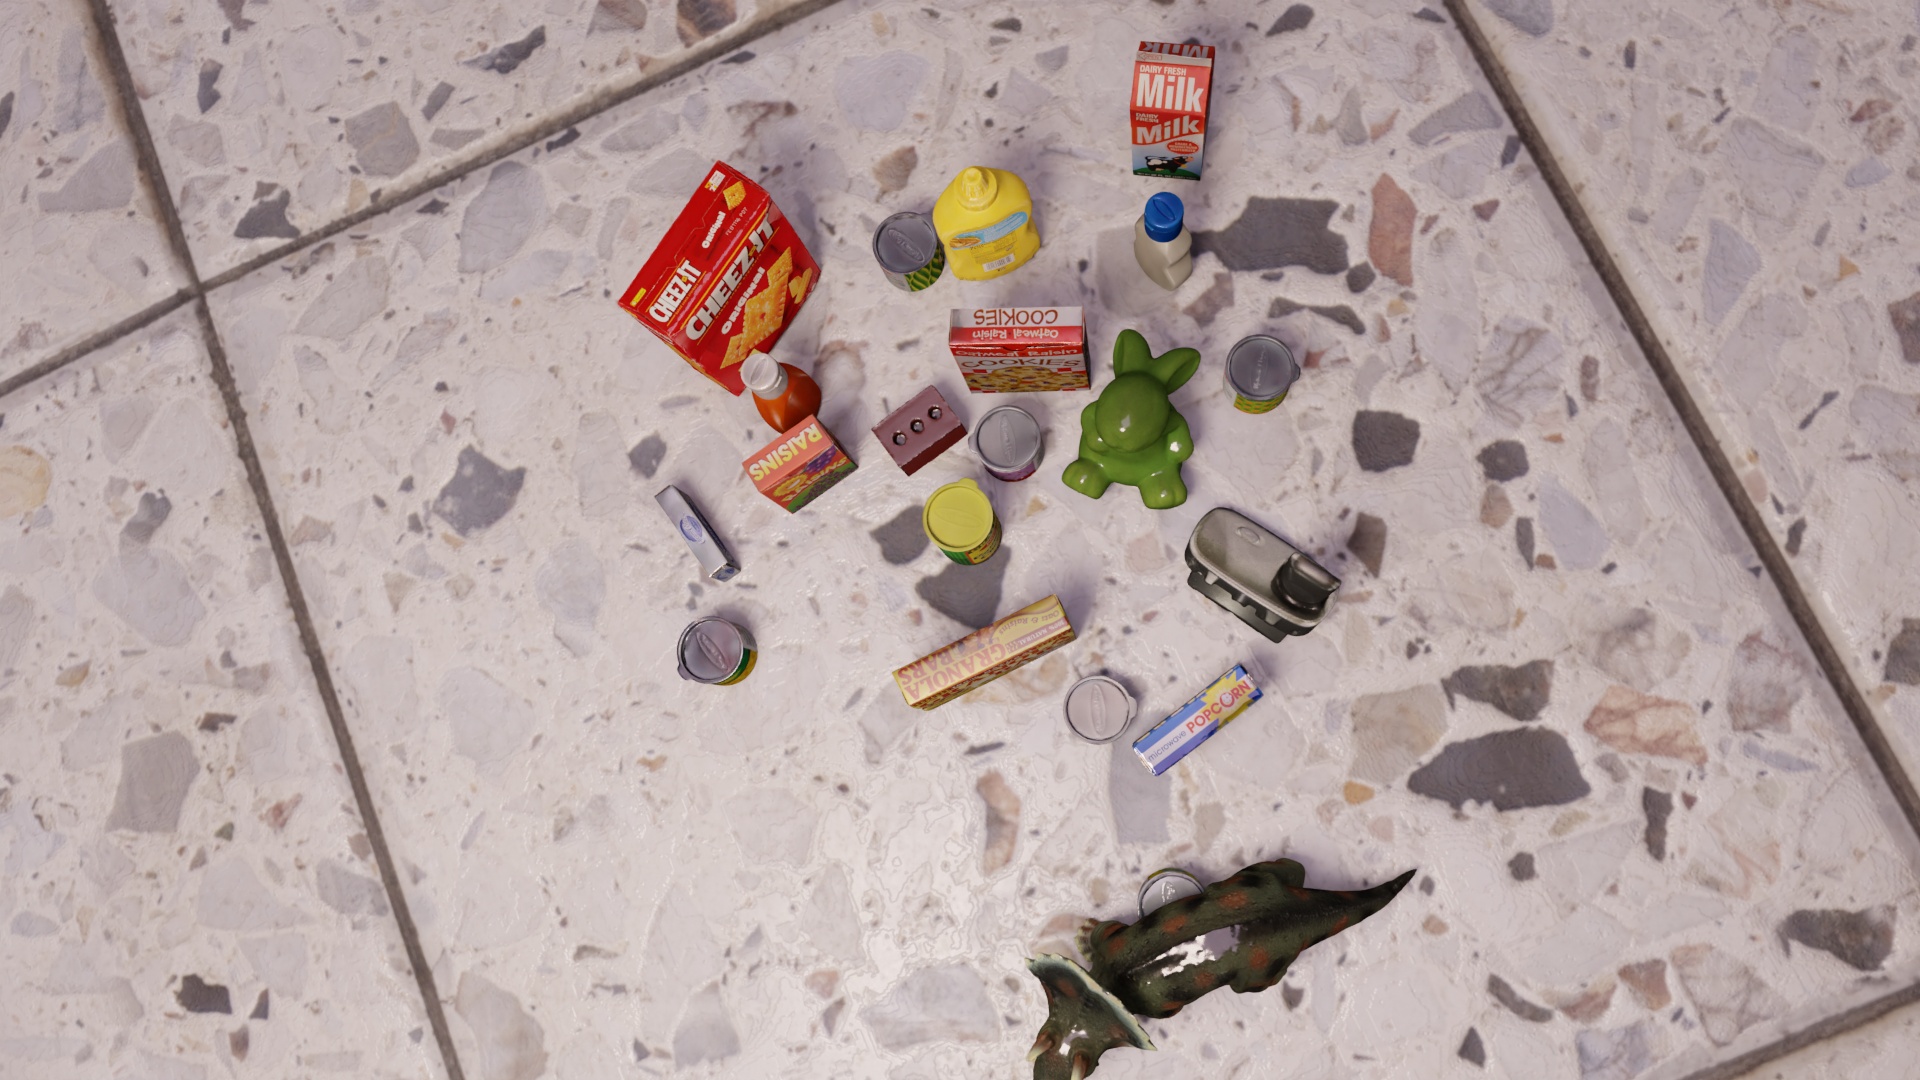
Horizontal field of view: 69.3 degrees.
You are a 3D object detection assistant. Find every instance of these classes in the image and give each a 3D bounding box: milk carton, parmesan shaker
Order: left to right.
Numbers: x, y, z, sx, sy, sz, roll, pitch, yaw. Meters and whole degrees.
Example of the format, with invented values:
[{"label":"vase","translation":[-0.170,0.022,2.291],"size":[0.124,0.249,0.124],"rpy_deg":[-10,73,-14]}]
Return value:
[{"label":"parmesan shaker","translation":[0.005,-0.017,1.343],"size":[0.071,0.103,0.071],"rpy_deg":[-1,81,7]},{"label":"milk carton","translation":[0.204,-0.421,1.341],"size":[0.072,0.190,0.073],"rpy_deg":[8,82,9]}]

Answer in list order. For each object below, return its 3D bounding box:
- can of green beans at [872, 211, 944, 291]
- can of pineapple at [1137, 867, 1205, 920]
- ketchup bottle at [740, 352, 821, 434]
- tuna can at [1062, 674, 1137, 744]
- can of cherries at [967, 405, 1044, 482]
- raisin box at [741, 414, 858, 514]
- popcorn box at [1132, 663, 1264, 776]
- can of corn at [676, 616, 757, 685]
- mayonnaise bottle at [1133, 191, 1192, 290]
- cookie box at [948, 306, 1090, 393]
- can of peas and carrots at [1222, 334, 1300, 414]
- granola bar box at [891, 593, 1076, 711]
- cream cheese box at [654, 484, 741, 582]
[{"label":"can of green beans","translation":[-0.052,-0.294,1.419],"size":[0.071,0.057,0.071],"rpy_deg":[-1,81,7]},{"label":"can of pineapple","translation":[0.198,0.338,1.283],"size":[0.071,0.058,0.071],"rpy_deg":[-1,81,7]},{"label":"ketchup bottle","translation":[-0.177,-0.146,1.364],"size":[0.043,0.148,0.065],"rpy_deg":[25,85,10]},{"label":"tuna can","translation":[0.135,0.163,1.333],"size":[0.071,0.033,0.071],"rpy_deg":[-1,81,7]},{"label":"can of cherries","translation":[0.046,-0.095,1.374],"size":[0.071,0.058,0.071],"rpy_deg":[-1,81,7]},{"label":"raisin box","translation":[-0.155,-0.073,1.362],"size":[0.086,0.123,0.040],"rpy_deg":[-34,79,1]},{"label":"popcorn box","translation":[0.219,0.168,1.294],"size":[0.127,0.085,0.038],"rpy_deg":[-37,79,0]},{"label":"can of corn","translation":[-0.242,0.112,1.375],"size":[0.071,0.058,0.071],"rpy_deg":[-1,81,7]},{"label":"mayonnaise bottle","translation":[0.196,-0.291,1.342],"size":[0.041,0.148,0.065],"rpy_deg":[-41,79,0]},{"label":"cookie box","translation":[0.060,-0.180,1.330],"size":[0.123,0.167,0.040],"rpy_deg":[-1,81,7]},{"label":"can of peas and carrots","translation":[0.292,-0.161,1.353],"size":[0.071,0.058,0.071],"rpy_deg":[-1,81,7]},{"label":"granola bar box","translation":[0.027,0.108,1.309],"size":[0.165,0.124,0.039],"rpy_deg":[-26,79,2]},{"label":"cream cheese box","translation":[-0.264,-0.006,1.400],"size":[0.024,0.053,0.104],"rpy_deg":[-37,78,1]}]
